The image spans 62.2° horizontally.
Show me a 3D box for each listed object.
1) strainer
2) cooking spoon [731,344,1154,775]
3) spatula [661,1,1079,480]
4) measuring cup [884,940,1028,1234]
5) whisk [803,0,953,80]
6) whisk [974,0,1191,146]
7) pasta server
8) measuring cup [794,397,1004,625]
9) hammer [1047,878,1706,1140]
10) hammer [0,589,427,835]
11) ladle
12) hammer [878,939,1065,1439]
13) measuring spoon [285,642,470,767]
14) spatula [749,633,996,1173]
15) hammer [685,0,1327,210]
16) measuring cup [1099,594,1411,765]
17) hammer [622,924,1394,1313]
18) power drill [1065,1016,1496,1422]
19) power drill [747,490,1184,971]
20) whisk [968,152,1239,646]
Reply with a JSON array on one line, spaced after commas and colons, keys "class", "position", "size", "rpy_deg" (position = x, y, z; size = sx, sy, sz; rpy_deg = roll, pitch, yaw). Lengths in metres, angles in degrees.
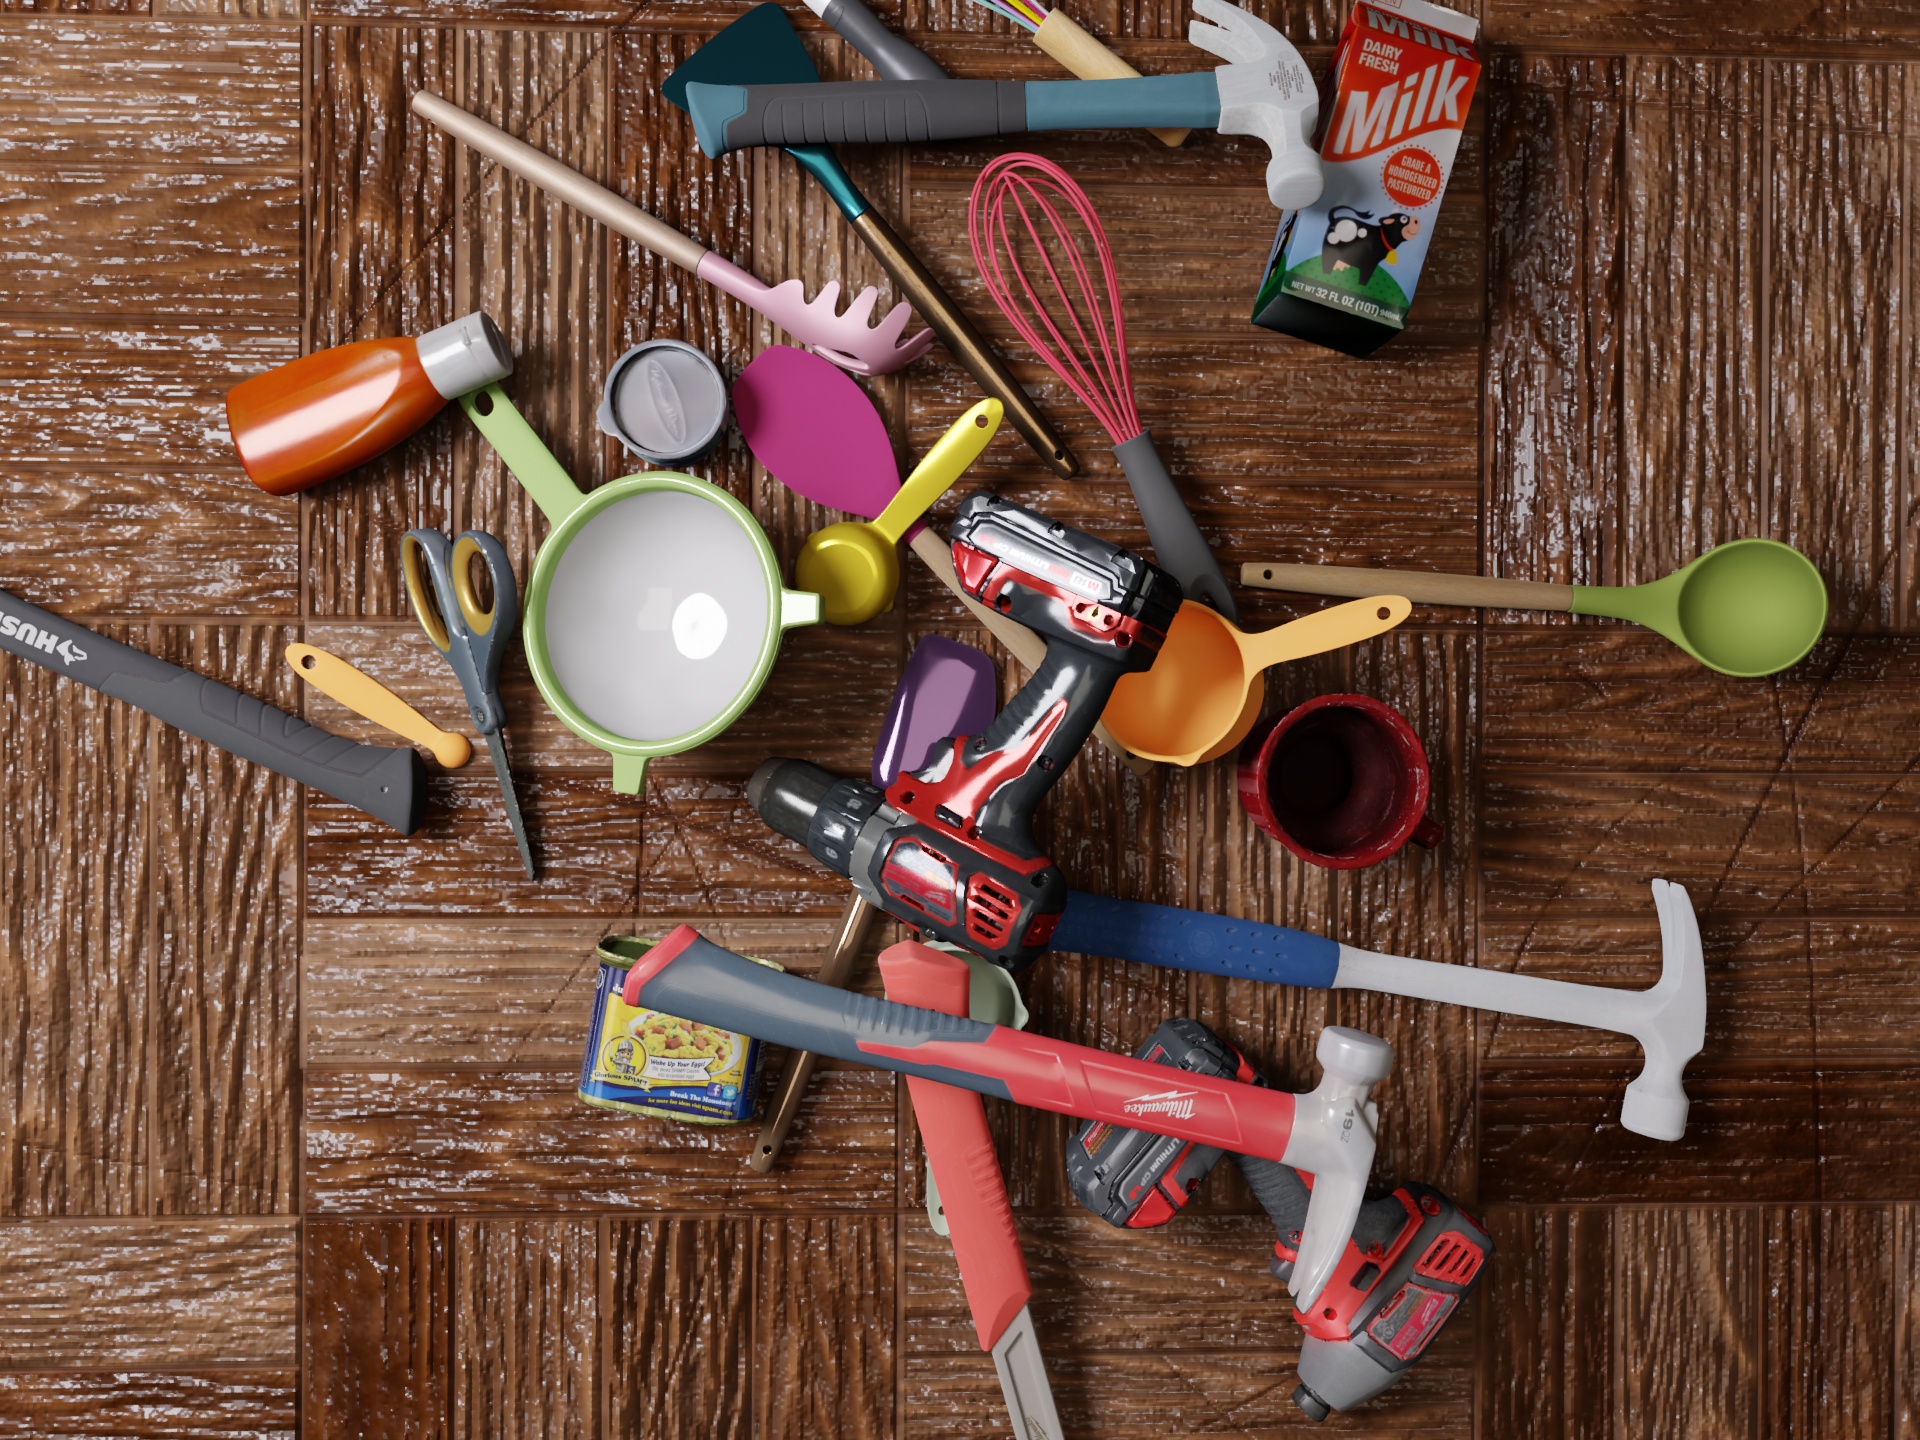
[{"class": "strainer", "position": [-0.187, -0.093, 0.871], "size": [0.151, 0.069, 0.256], "rpy_deg": [-43, 74, 10]}, {"class": "cooking spoon", "position": [-0.006, -0.085, 0.894], "size": [0.069, 0.017, 0.319], "rpy_deg": [-44, 92, 6]}, {"class": "spatula", "position": [-0.038, -0.260, 0.891], "size": [0.082, 0.044, 0.317], "rpy_deg": [-40, 97, -3]}, {"class": "measuring cup", "position": [-0.007, 0.202, 0.889], "size": [0.083, 0.038, 0.167], "rpy_deg": [2, 99, -4]}, {"class": "whisk", "position": [-0.099, -0.422, 0.873], "size": [0.284, 0.070, 0.070], "rpy_deg": [43, 88, -7]}, {"class": "whisk", "position": [0.030, -0.403, 0.886], "size": [0.245, 0.047, 0.051], "rpy_deg": [35, 87, -7]}, {"class": "pasta server", "position": [-0.160, -0.271, 0.874], "size": [0.316, 0.060, 0.040], "rpy_deg": [30, 83, 3]}, {"class": "measuring cup", "position": [-0.032, -0.114, 0.863], "size": [0.062, 0.029, 0.156], "rpy_deg": [43, 108, -2]}, {"class": "hammer", "position": [0.222, 0.134, 0.897], "size": [0.405, 0.035, 0.144], "rpy_deg": [10, 90, -3]}, {"class": "hammer", "position": [-0.448, -0.017, 0.866], "size": [0.334, 0.035, 0.146], "rpy_deg": [24, 88, -3]}, {"class": "ladle", "position": [0.319, -0.072, 0.892], "size": [0.320, 0.062, 0.078], "rpy_deg": [4, 88, 0]}, {"class": "hammer", "position": [0.007, 0.294, 0.865], "size": [0.149, 0.037, 0.359], "rpy_deg": [-15, 99, -3]}, {"class": "measuring spoon", "position": [-0.324, -0.009, 0.882], "size": [0.117, 0.011, 0.021], "rpy_deg": [32, 89, -2]}, {"class": "spatula", "position": [-0.053, 0.105, 0.893], "size": [0.060, 0.018, 0.316], "rpy_deg": [22, 88, -2]}, {"class": "hammer", "position": [0.020, -0.322, 0.838], "size": [0.331, 0.033, 0.128], "rpy_deg": [-2, 65, 1]}, {"class": "measuring cup", "position": [0.158, -0.031, 0.850], "size": [0.173, 0.052, 0.095], "rpy_deg": [-18, 76, 21]}, {"class": "hammer", "position": [0.018, 0.188, 0.805], "size": [0.386, 0.038, 0.143], "rpy_deg": [14, 92, -4]}, {"class": "power drill", "position": [0.172, 0.279, 0.878], "size": [0.219, 0.078, 0.143], "rpy_deg": [38, 89, -5]}, {"class": "power drill", "position": [-0.001, -0.003, 0.843], "size": [0.188, 0.080, 0.226], "rpy_deg": [26, 95, 22]}, {"class": "whisk", "position": [0.085, -0.174, 0.882], "size": [0.073, 0.073, 0.295], "rpy_deg": [-27, 98, -2]}]
